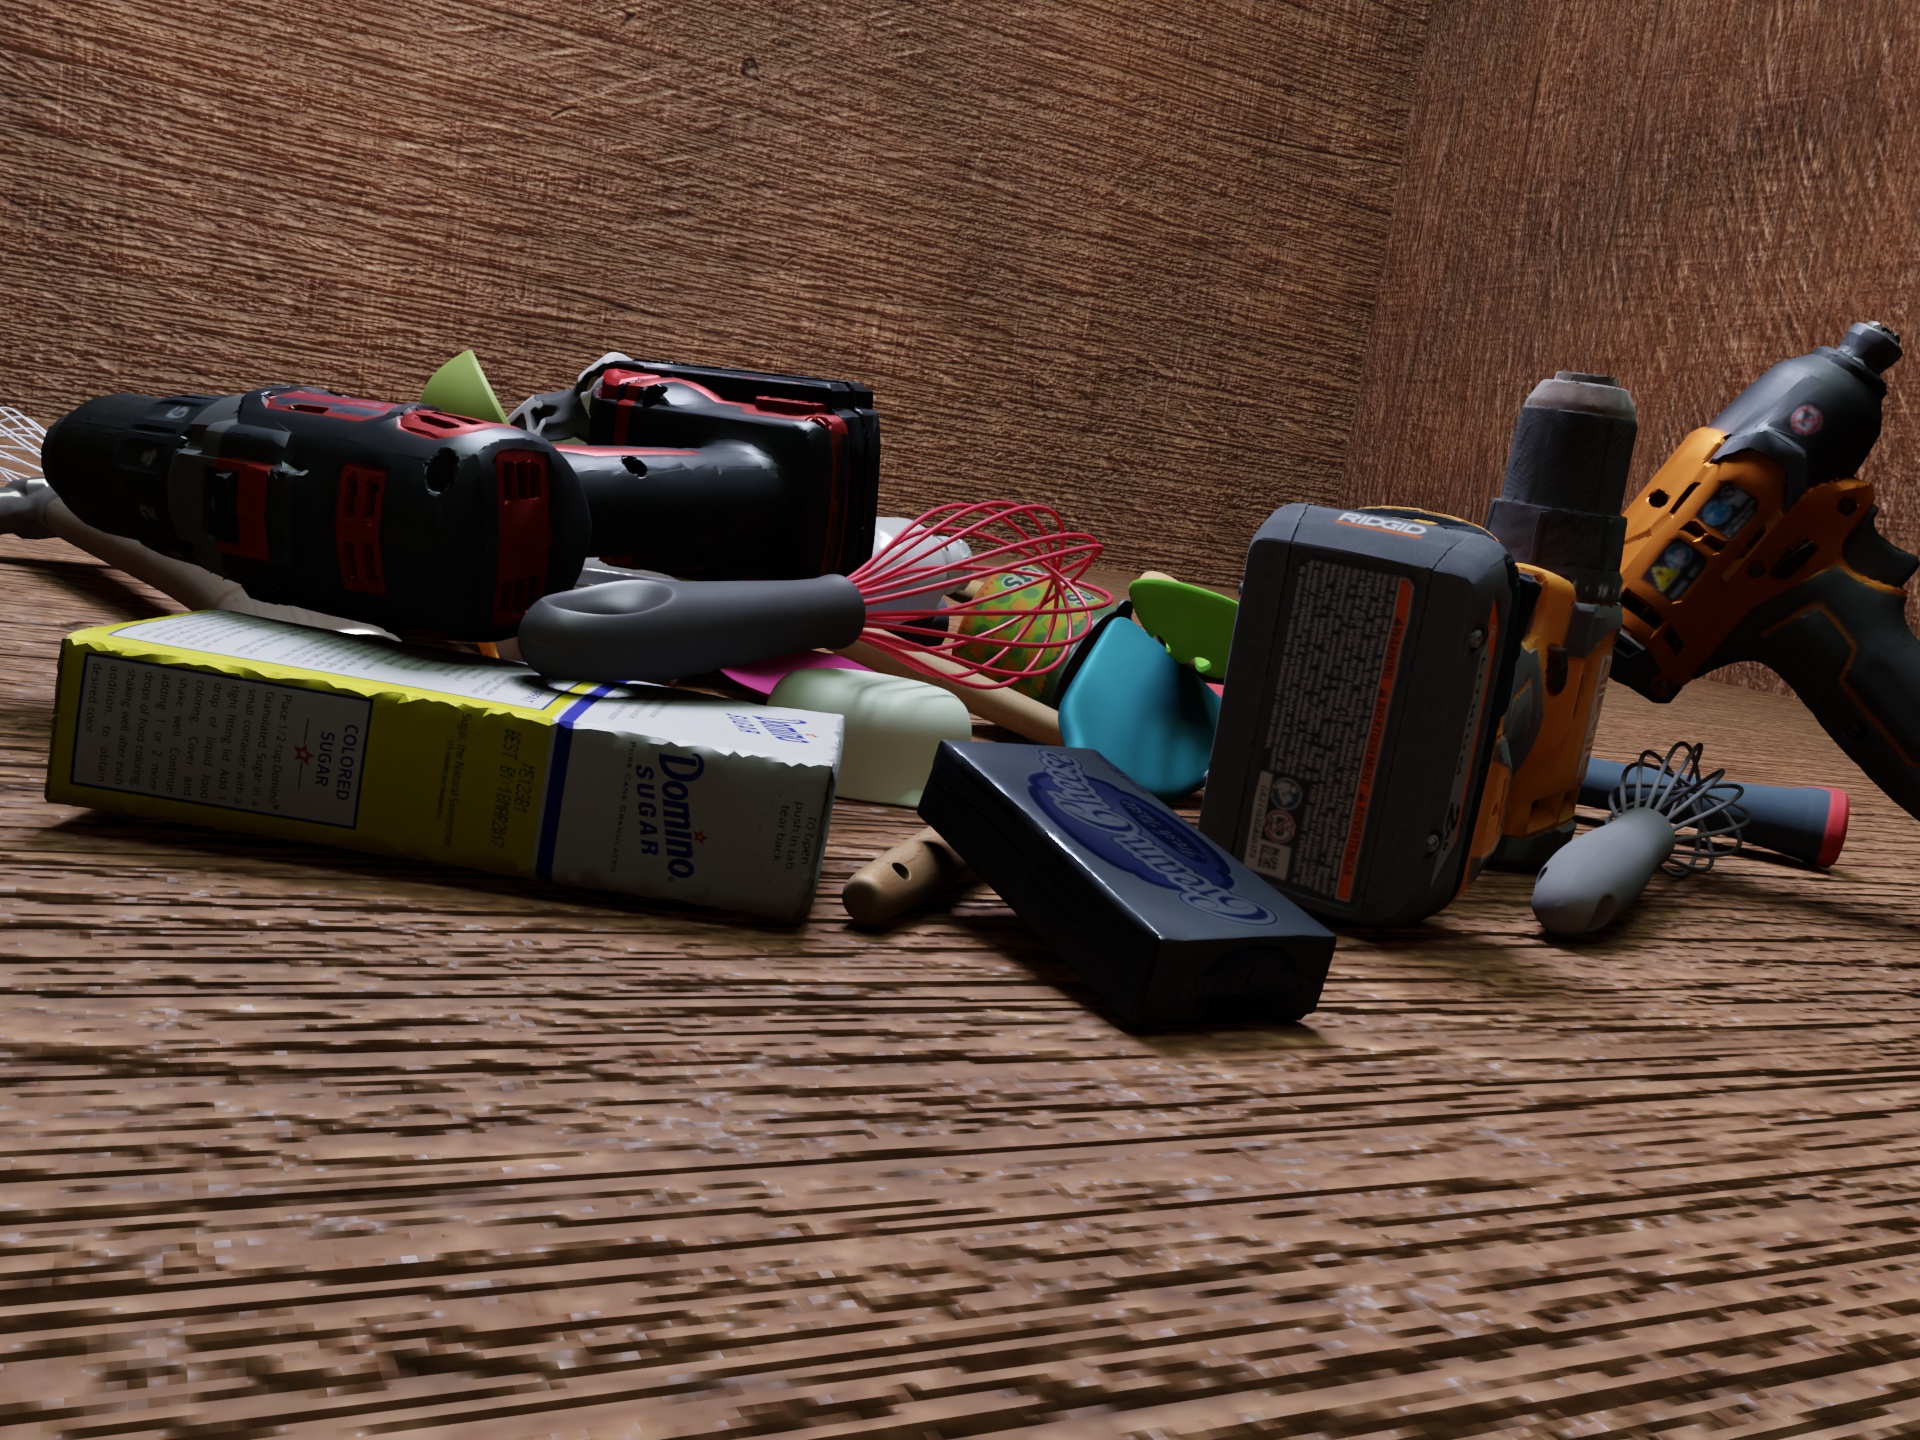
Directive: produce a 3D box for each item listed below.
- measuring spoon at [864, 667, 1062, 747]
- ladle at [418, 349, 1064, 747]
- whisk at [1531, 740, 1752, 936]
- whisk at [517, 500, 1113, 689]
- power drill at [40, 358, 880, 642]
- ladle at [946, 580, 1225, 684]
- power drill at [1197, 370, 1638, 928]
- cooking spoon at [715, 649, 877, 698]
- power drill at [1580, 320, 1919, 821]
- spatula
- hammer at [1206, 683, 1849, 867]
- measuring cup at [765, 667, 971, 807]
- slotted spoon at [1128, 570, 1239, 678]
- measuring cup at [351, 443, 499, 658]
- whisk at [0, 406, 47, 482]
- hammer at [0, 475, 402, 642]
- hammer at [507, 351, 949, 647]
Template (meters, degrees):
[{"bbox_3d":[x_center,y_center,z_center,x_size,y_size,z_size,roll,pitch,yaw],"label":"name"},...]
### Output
[{"bbox_3d":[-0.001,-0.002,0.735,0.129,0.021,0.042,28,-2,41],"label":"measuring spoon"},{"bbox_3d":[-0.077,-0.062,0.668,0.320,0.062,0.078,24,-6,-7],"label":"ladle"},{"bbox_3d":[0.247,0.045,0.582,0.055,0.055,0.239,14,14,32],"label":"whisk"},{"bbox_3d":[-0.030,-0.036,0.514,0.073,0.073,0.295,13,14,28],"label":"whisk"},{"bbox_3d":[-0.151,-0.077,0.515,0.188,0.080,0.226,12,16,28],"label":"power drill"},{"bbox_3d":[0.096,-0.033,0.760,0.069,0.031,0.316,-2,16,-43],"label":"ladle"},{"bbox_3d":[0.173,-0.032,0.541,0.084,0.185,0.226,16,14,33],"label":"power drill"},{"bbox_3d":[-0.150,-0.040,0.802,0.319,0.017,0.068,17,21,41],"label":"cooking spoon"},{"bbox_3d":[0.367,-0.035,0.608,0.226,0.164,0.084,40,18,16],"label":"power drill"},{"bbox_3d":[0.034,0.016,0.525,0.082,0.044,0.317,44,18,9],"label":"spatula"},{"bbox_3d":[0.218,0.014,0.775,0.386,0.038,0.143,12,10,21],"label":"hammer"},{"bbox_3d":[-0.070,0.000,0.542,0.167,0.038,0.083,6,8,-33],"label":"measuring cup"},{"bbox_3d":[0.100,-0.052,0.728,0.070,0.031,0.314,26,9,-2],"label":"slotted spoon"},{"bbox_3d":[-0.244,-0.059,0.689,0.052,0.095,0.174,-17,42,-23],"label":"measuring cup"},{"bbox_3d":[-0.506,-0.129,0.923,0.285,0.070,0.070,19,12,28],"label":"whisk"},{"bbox_3d":[-0.312,-0.066,0.665,0.146,0.038,0.411,-15,24,-37],"label":"hammer"},{"bbox_3d":[-0.119,-0.089,0.870,0.146,0.035,0.334,-29,-28,27],"label":"hammer"}]
